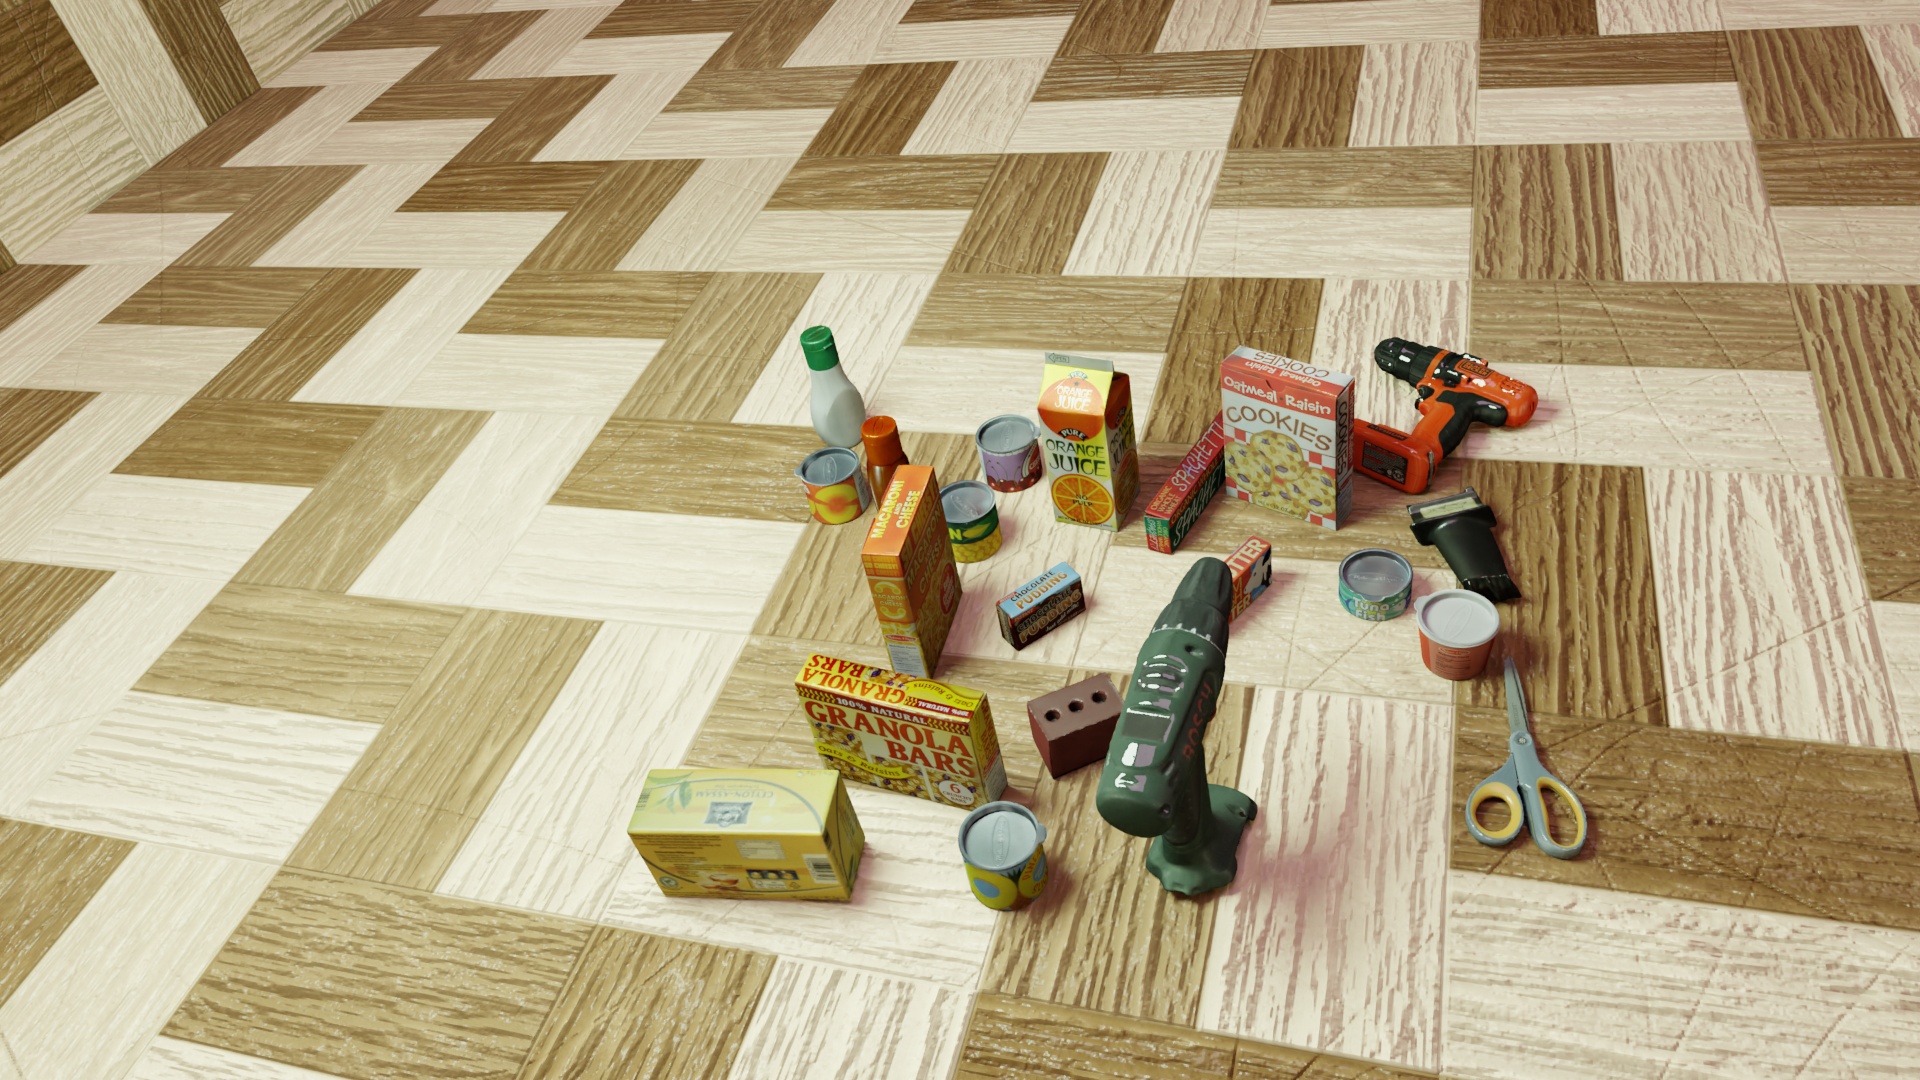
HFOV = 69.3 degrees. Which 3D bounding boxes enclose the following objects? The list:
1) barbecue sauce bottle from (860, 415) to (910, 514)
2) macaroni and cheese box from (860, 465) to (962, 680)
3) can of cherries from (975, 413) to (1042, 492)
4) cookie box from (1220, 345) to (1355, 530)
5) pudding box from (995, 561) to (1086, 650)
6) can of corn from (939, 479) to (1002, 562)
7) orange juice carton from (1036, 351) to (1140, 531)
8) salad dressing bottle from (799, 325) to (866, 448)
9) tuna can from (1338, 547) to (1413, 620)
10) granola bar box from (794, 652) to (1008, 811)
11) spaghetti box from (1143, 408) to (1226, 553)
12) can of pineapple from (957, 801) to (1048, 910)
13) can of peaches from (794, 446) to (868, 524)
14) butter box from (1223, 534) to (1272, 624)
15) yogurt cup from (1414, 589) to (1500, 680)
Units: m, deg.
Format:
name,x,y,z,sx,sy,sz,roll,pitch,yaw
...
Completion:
name,x,y,z,sx,sy,sz,roll,pitch,yaw
barbecue sauce bottle,-0.070,-0.059,1.417,0.043,0.147,0.065,-3,42,11
macaroni and cheese box,-0.044,0.032,1.295,0.040,0.165,0.124,3,43,17
can of cherries,0.055,-0.093,1.494,0.071,0.058,0.072,-7,41,6
cookie box,0.318,-0.099,1.353,0.123,0.166,0.040,22,51,33
pudding box,0.077,0.062,1.321,0.084,0.049,0.030,-30,44,-19
can of corn,0.005,-0.018,1.421,0.071,0.058,0.071,-7,41,6
orange juice carton,0.128,-0.107,1.389,0.072,0.191,0.073,11,46,24
salad dressing bottle,-0.146,-0.172,1.564,0.064,0.147,0.044,-38,47,-26
tuna can,0.382,0.042,1.281,0.071,0.032,0.071,-7,41,6
granola bar box,-0.050,0.165,1.179,0.165,0.123,0.039,10,46,24
spaghetti box,0.259,-0.082,1.438,0.029,0.050,0.251,17,49,30
can of pineapple,0.036,0.253,1.110,0.071,0.057,0.071,-7,41,6
can of peaches,-0.138,-0.059,1.503,0.071,0.057,0.071,-7,41,6
butter box,0.251,0.045,1.294,0.104,0.052,0.024,-38,47,-27
yogurt cup,0.431,0.084,1.206,0.072,0.053,0.073,-7,41,6
